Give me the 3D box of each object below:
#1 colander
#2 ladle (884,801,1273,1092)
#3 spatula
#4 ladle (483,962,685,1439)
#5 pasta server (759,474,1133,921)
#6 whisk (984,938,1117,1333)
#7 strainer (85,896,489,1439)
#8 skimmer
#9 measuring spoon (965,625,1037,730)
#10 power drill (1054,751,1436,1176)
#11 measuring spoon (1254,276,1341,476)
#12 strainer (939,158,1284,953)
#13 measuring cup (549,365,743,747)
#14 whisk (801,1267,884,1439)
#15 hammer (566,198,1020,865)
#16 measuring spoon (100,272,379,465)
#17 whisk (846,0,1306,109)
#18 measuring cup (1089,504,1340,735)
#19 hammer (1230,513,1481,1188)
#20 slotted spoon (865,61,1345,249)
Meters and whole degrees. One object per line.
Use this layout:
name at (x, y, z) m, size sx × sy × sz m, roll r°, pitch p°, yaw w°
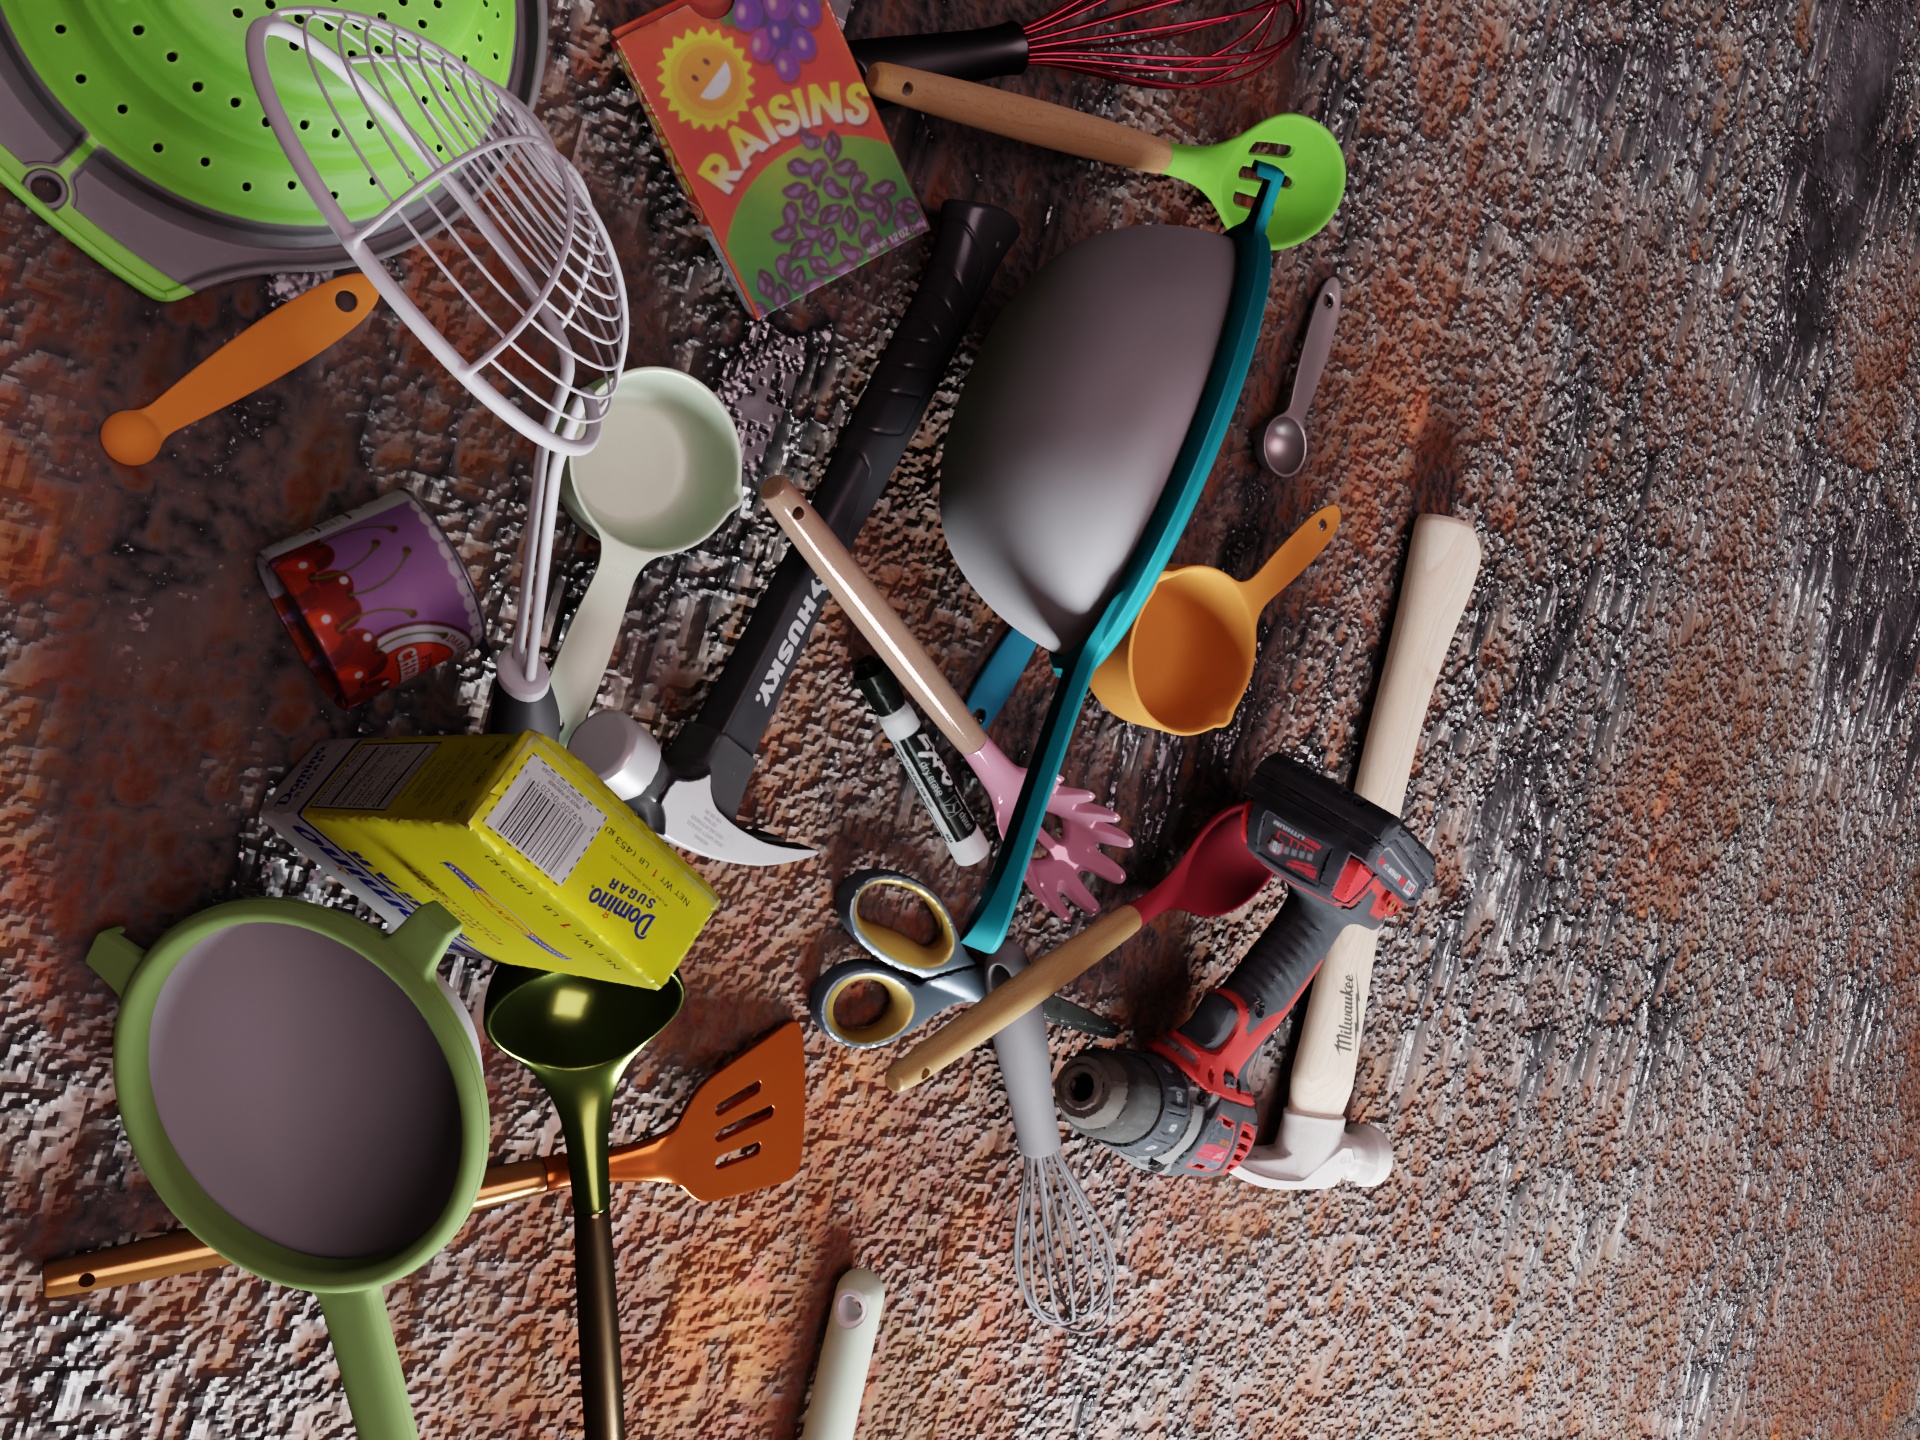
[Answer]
colander at (-0.181, -0.324, 0.557) m, size 0.204 × 0.094 × 0.397 m, roll 45°, pitch 73°, yaw -31°
ladle at (0.072, 0.112, 0.808) m, size 0.315 × 0.031 × 0.069 m, roll -25°, pitch 123°, yaw -44°
spatula at (-0.204, 0.195, 0.675) m, size 0.322 × 0.041 × 0.081 m, roll -4°, pitch 101°, yaw -30°
ladle at (-0.149, 0.231, 0.657) m, size 0.078 × 0.062 × 0.320 m, roll -4°, pitch 103°, yaw -20°
pasta server at (-0.001, -0.002, 0.731) m, size 0.060 × 0.040 × 0.315 m, roll -49°, pitch 137°, yaw -11°
whisk at (0.043, 0.220, 0.826) m, size 0.055 × 0.055 × 0.238 m, roll -23°, pitch 113°, yaw -30°
strainer at (-0.223, 0.181, 0.605) m, size 0.069 × 0.151 × 0.256 m, roll -44°, pitch 126°, yaw -71°
skimmer at (-0.167, -0.048, 0.513) m, size 0.090 × 0.127 × 0.363 m, roll -13°, pitch 149°, yaw -27°
measuring spoon at (0.038, -0.042, 0.800) m, size 0.042 × 0.021 × 0.129 m, roll 40°, pitch 73°, yaw -32°
power drill at (0.143, 0.134, 0.831) m, size 0.227 × 0.080 × 0.187 m, roll -58°, pitch 145°, yaw -1°
measuring spoon at (0.189, -0.193, 0.889) m, size 0.034 × 0.018 × 0.124 m, roll 28°, pitch 75°, yaw -35°
strainer at (0.027, -0.075, 0.672) m, size 0.095 × 0.211 × 0.340 m, roll 22°, pitch 68°, yaw -7°
measuring cup at (-0.149, -0.066, 0.660) m, size 0.083 × 0.038 × 0.167 m, roll 22°, pitch 87°, yaw -35°
whisk at (-0.074, 0.394, 0.788) m, size 0.059 × 0.058 × 0.246 m, roll 21°, pitch 81°, yaw -70°
hammer at (-0.051, -0.092, 0.706) m, size 0.335 × 0.035 × 0.146 m, roll -65°, pitch 149°, yaw -15°
measuring spoon at (-0.262, -0.131, 0.585) m, size 0.117 × 0.011 × 0.021 m, roll -42°, pitch 119°, yaw -22°
whisk at (0.042, -0.317, 0.740) m, size 0.296 × 0.073 × 0.073 m, roll -21°, pitch 109°, yaw -23°
measuring cup at (0.134, -0.064, 0.847) m, size 0.173 × 0.052 × 0.095 m, roll -42°, pitch 119°, yaw -24°
hammer at (0.238, 0.078, 0.953) m, size 0.146 × 0.038 × 0.410 m, roll 12°, pitch 91°, yaw -34°
slotted spoon at (0.080, -0.277, 0.762) m, size 0.313 × 0.031 × 0.070 m, roll -5°, pitch 123°, yaw -42°
